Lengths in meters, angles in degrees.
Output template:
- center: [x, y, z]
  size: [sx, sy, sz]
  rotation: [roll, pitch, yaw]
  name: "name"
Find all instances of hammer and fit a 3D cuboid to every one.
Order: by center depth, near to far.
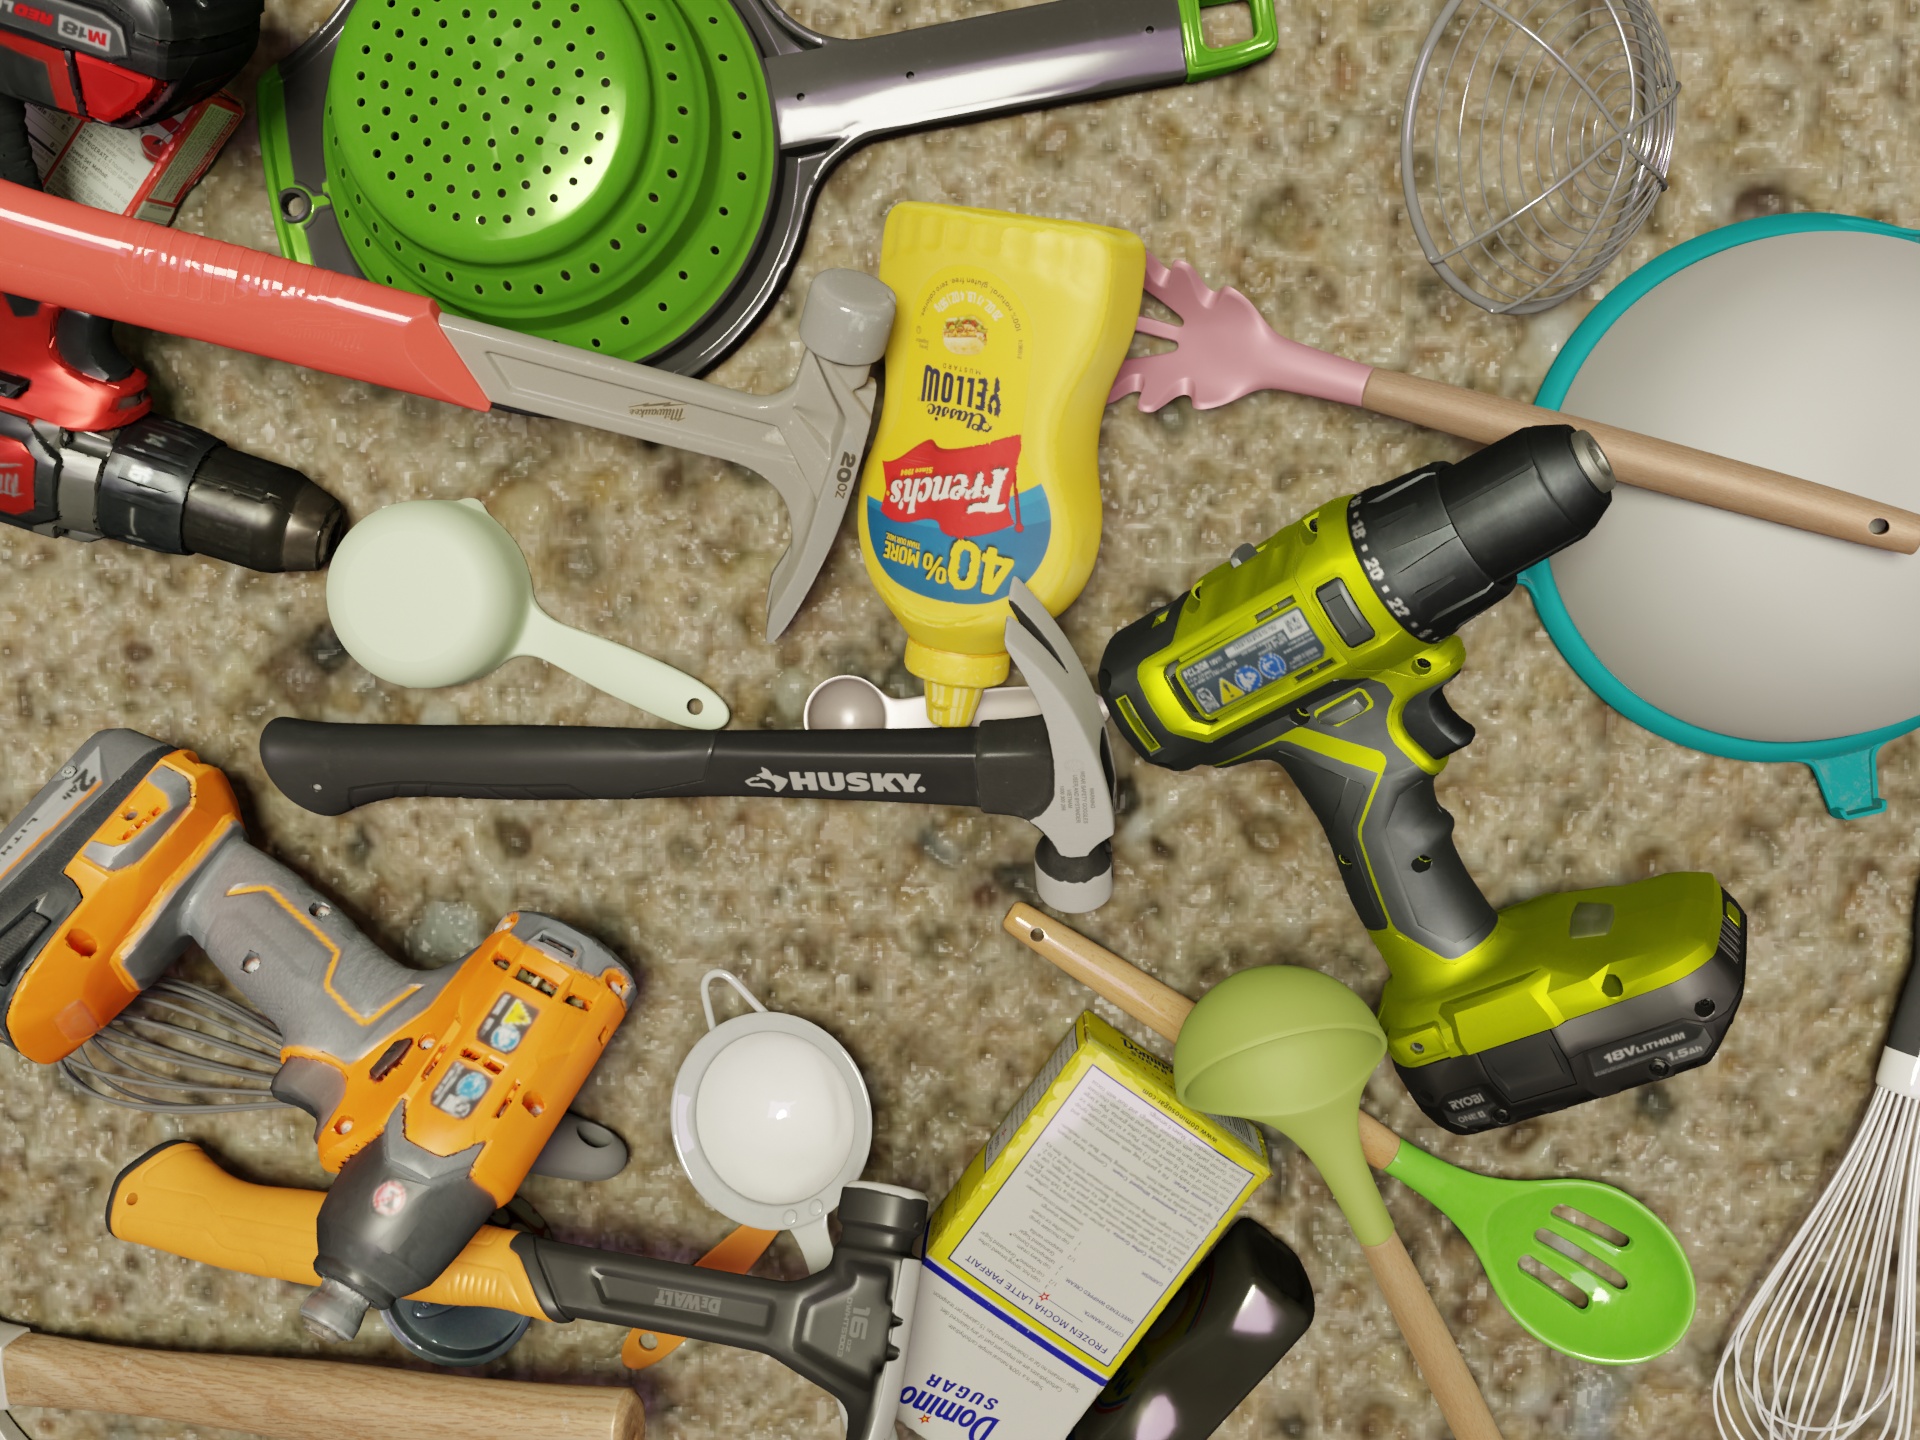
- center: [-0.210, -0.127, 0.545]
  size: [0.359, 0.037, 0.149]
  rotation: [12, 129, -15]
  name: "hammer"
- center: [-0.183, 0.218, 0.610]
  size: [0.337, 0.034, 0.127]
  rotation: [5, 70, 15]
  name: "hammer"
- center: [-0.109, 0.013, 0.612]
  size: [0.335, 0.035, 0.146]
  rotation: [0, 134, 8]
  name: "hammer"
- center: [-0.288, 0.278, 0.651]
  size: [0.331, 0.031, 0.130]
  rotation: [1, 100, 12]
  name: "hammer"

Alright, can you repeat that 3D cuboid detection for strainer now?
- center: [0.354, -0.137, 0.568]
  size: [0.211, 0.095, 0.340]
  rotation: [32, 98, -1]
  name: "strainer"
- center: [-0.052, 0.222, 0.624]
  size: [0.087, 0.050, 0.259]
  rotation: [-23, 74, 14]
  name: "strainer"

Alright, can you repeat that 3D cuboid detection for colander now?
- center: [-0.079, -0.231, 0.577]
  size: [0.397, 0.094, 0.204]
  rotation: [-9, 96, 4]
  name: "colander"

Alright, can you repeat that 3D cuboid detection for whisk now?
- center: [0.366, 0.170, 0.624]
  size: [0.070, 0.070, 0.284]
  rotation: [15, 92, 1]
  name: "whisk"
- center: [-0.254, 0.152, 0.653]
  size: [0.239, 0.055, 0.055]
  rotation: [15, 97, -3]
  name: "whisk"

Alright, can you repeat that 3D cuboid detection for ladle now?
- center: [0.171, 0.226, 0.613]
  size: [0.078, 0.062, 0.320]
  rotation: [-23, 107, 17]
  name: "ladle"

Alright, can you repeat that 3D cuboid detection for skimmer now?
- center: [0.125, -0.311, 0.590]
  size: [0.127, 0.090, 0.363]
  rotation: [-39, 82, -14]
  name: "skimmer"

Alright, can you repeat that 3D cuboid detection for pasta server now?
- center: [0.169, -0.110, 0.563]
  size: [0.316, 0.040, 0.060]
  rotation: [21, 112, 21]
  name: "pasta server"

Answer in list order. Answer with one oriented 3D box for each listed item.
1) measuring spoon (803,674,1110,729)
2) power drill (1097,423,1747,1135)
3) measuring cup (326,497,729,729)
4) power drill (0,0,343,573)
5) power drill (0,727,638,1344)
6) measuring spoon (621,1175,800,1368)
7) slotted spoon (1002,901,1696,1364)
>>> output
- center: [-0.001, -0.002, 0.642]
  size: [0.124, 0.018, 0.034]
  rotation: [-2, 88, -4]
  name: "measuring spoon"
- center: [0.182, 0.021, 0.574]
  size: [0.190, 0.080, 0.228]
  rotation: [-30, 97, 34]
  name: "power drill"
- center: [-0.172, -0.032, 0.630]
  size: [0.167, 0.038, 0.083]
  rotation: [23, 97, 2]
  name: "measuring cup"
- center: [-0.310, -0.164, 0.577]
  size: [0.188, 0.080, 0.226]
  rotation: [17, 120, -9]
  name: "power drill"
- center: [-0.259, 0.115, 0.593]
  size: [0.226, 0.084, 0.164]
  rotation: [26, 57, 4]
  name: "power drill"
- center: [-0.104, 0.234, 0.674]
  size: [0.021, 0.011, 0.117]
  rotation: [43, 100, -2]
  name: "measuring spoon"
- center: [0.153, 0.160, 0.645]
  size: [0.314, 0.031, 0.070]
  rotation: [32, 97, 1]
  name: "slotted spoon"
